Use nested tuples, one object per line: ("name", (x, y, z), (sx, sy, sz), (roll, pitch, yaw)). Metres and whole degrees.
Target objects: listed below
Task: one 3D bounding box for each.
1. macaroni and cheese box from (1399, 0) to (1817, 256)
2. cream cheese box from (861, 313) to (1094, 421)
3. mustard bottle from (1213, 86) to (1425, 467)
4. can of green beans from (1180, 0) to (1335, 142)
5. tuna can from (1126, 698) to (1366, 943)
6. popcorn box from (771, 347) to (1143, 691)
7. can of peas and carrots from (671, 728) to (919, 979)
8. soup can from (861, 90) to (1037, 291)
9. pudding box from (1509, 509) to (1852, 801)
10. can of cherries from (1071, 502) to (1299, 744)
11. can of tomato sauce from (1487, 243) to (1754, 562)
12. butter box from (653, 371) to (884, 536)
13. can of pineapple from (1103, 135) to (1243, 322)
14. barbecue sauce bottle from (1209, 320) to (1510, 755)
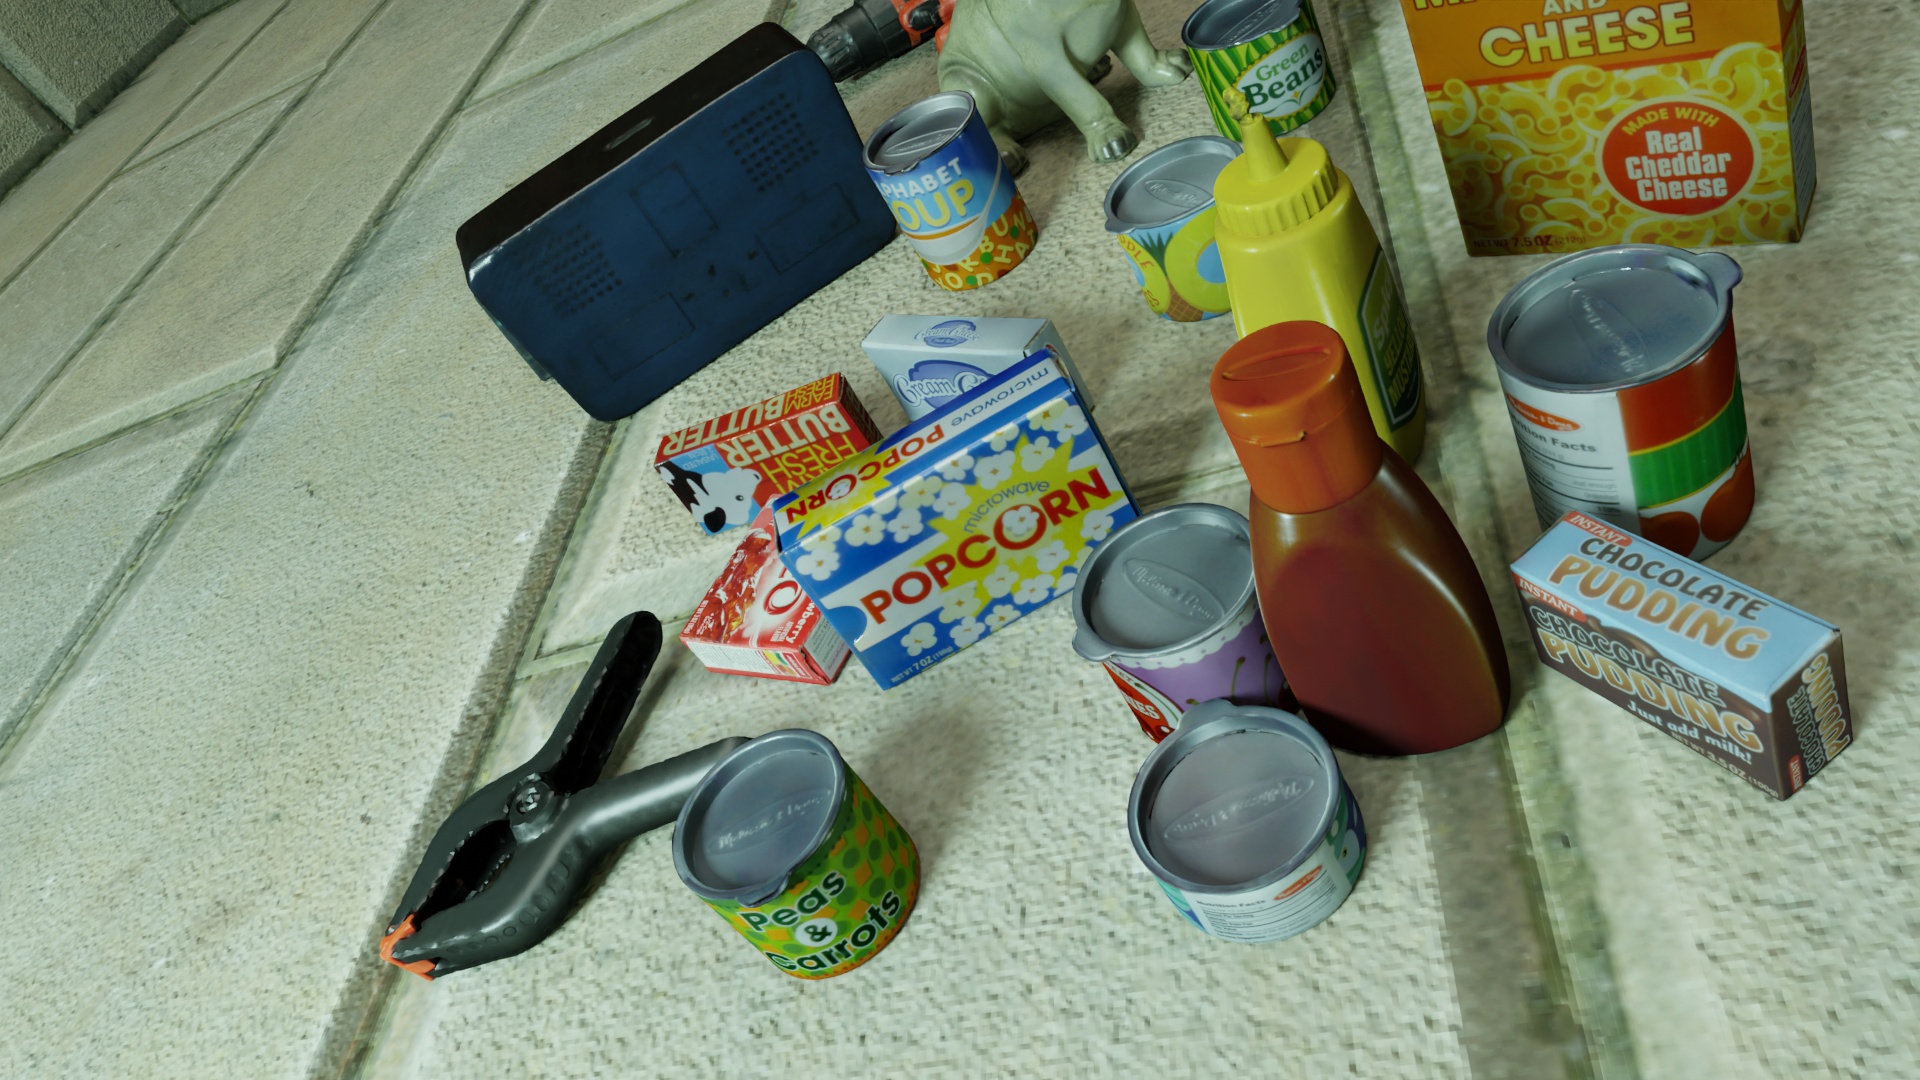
("macaroni and cheese box", (0.232, -0.182, 0.505), (0.123, 0.166, 0.040), (6, 52, 39))
("cream cheese box", (0.007, -0.077, 0.641), (0.104, 0.053, 0.024), (10, 55, 41))
("mustard bottle", (0.122, -0.087, 0.484), (0.049, 0.159, 0.065), (-2, 47, 34))
("can of green beans", (0.155, -0.250, 0.721), (0.071, 0.057, 0.071), (-19, 40, 17))
("tuna can", (0.087, 0.085, 0.425), (0.071, 0.032, 0.071), (-19, 40, 17))
("popcorn box", (0.002, -0.007, 0.542), (0.126, 0.085, 0.038), (-29, 38, 5))
("can of peas and carrots", (-0.055, 0.110, 0.476), (0.071, 0.058, 0.071), (-19, 40, 17))
("soup can", (-0.006, -0.183, 0.740), (0.071, 0.083, 0.072), (-19, 40, 17))
("pudding box", (0.201, 0.030, 0.391), (0.030, 0.049, 0.084), (-40, 38, -8))
("can of cherries", (0.077, 0.032, 0.469), (0.071, 0.058, 0.072), (-19, 40, 17))
("can of tomato sauce", (0.210, -0.041, 0.434), (0.071, 0.082, 0.071), (-19, 40, 17))
("butter box", (-0.090, -0.040, 0.669), (0.103, 0.053, 0.024), (-18, 40, 19))
("can of pineapple", (0.105, -0.142, 0.639), (0.071, 0.057, 0.071), (-19, 40, 17))
("barbecue sauce bottle", (0.113, 0.004, 0.401), (0.065, 0.148, 0.044), (-10, 43, 28))
